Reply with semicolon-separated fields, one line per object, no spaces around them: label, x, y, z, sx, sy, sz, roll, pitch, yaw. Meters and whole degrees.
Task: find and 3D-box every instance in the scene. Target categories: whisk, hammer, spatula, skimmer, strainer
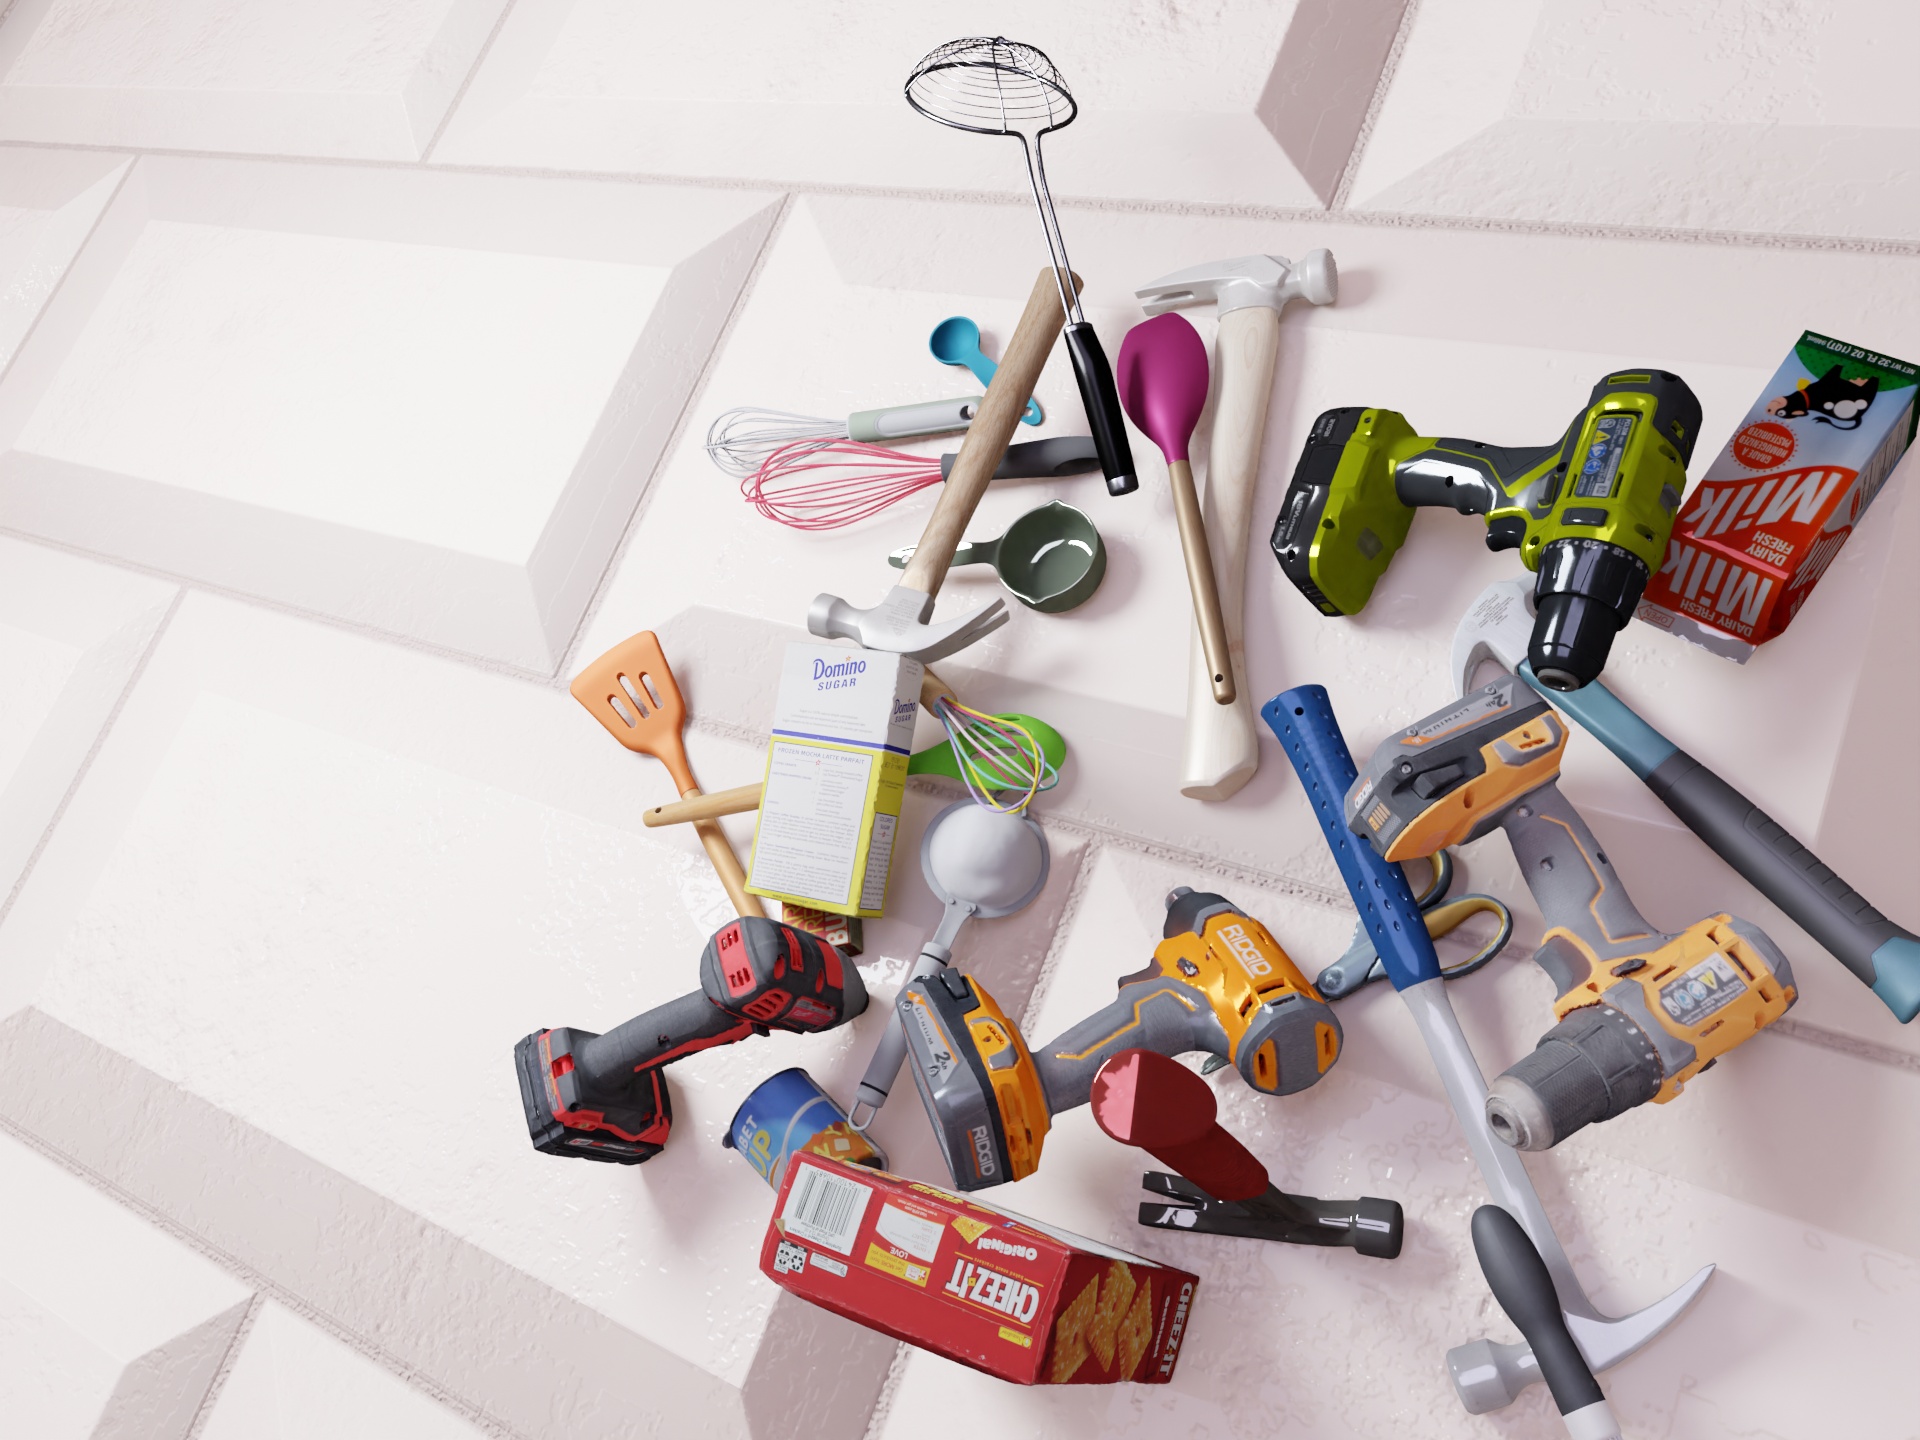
whisk;-0.029;-0.188;1.199;0.296;0.073;0.073;-3;65;18
whisk;0.314;0.364;0.747;0.070;0.070;0.285;-28;57;11
hammer;0.015;-0.187;1.139;0.130;0.031;0.331;18;72;21
hammer;0.174;-0.142;1.094;0.146;0.038;0.411;-2;66;26
spatula;-0.193;0.070;1.165;0.081;0.041;0.323;-35;58;2
hammer;0.116;0.213;0.759;0.149;0.358;0.037;1;67;23
skimmer;0.057;-0.330;1.149;0.127;0.090;0.363;-14;86;-23
strainer;-0.011;0.144;1.025;0.087;0.050;0.258;23;71;7
hammer;0.410;0.034;0.901;0.128;0.033;0.331;-41;57;2
whisk;-0.092;-0.230;1.256;0.246;0.059;0.057;-4;104;19
whisk;-0.001;-0.005;1.066;0.051;0.047;0.245;-16;29;-18
hammer;0.268;0.157;0.892;0.144;0.035;0.406;-25;63;13

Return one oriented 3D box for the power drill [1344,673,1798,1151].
power drill;0.301;0.103;0.844;0.185;0.084;0.226;-25;65;-21

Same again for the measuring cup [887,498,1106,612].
measuring cup;0.027;-0.113;1.150;0.167;0.038;0.083;1;67;28

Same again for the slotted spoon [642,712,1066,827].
slotted spoon;-0.081;0.042;1.112;0.314;0.031;0.070;-12;43;15

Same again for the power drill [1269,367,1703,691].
power drill;0.308;-0.114;0.956;0.229;0.080;0.191;9;70;45

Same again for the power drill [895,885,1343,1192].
power drill;0.083;0.170;0.921;0.226;0.084;0.164;-16;30;-9

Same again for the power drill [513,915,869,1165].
power drill;-0.168;0.206;1.037;0.219;0.143;0.079;-32;59;17

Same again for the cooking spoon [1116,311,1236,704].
cooking spoon;0.152;-0.152;1.077;0.069;0.017;0.319;-19;60;22

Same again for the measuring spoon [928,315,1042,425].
measuring spoon;0.023;-0.267;1.239;0.042;0.021;0.129;-42;65;1
